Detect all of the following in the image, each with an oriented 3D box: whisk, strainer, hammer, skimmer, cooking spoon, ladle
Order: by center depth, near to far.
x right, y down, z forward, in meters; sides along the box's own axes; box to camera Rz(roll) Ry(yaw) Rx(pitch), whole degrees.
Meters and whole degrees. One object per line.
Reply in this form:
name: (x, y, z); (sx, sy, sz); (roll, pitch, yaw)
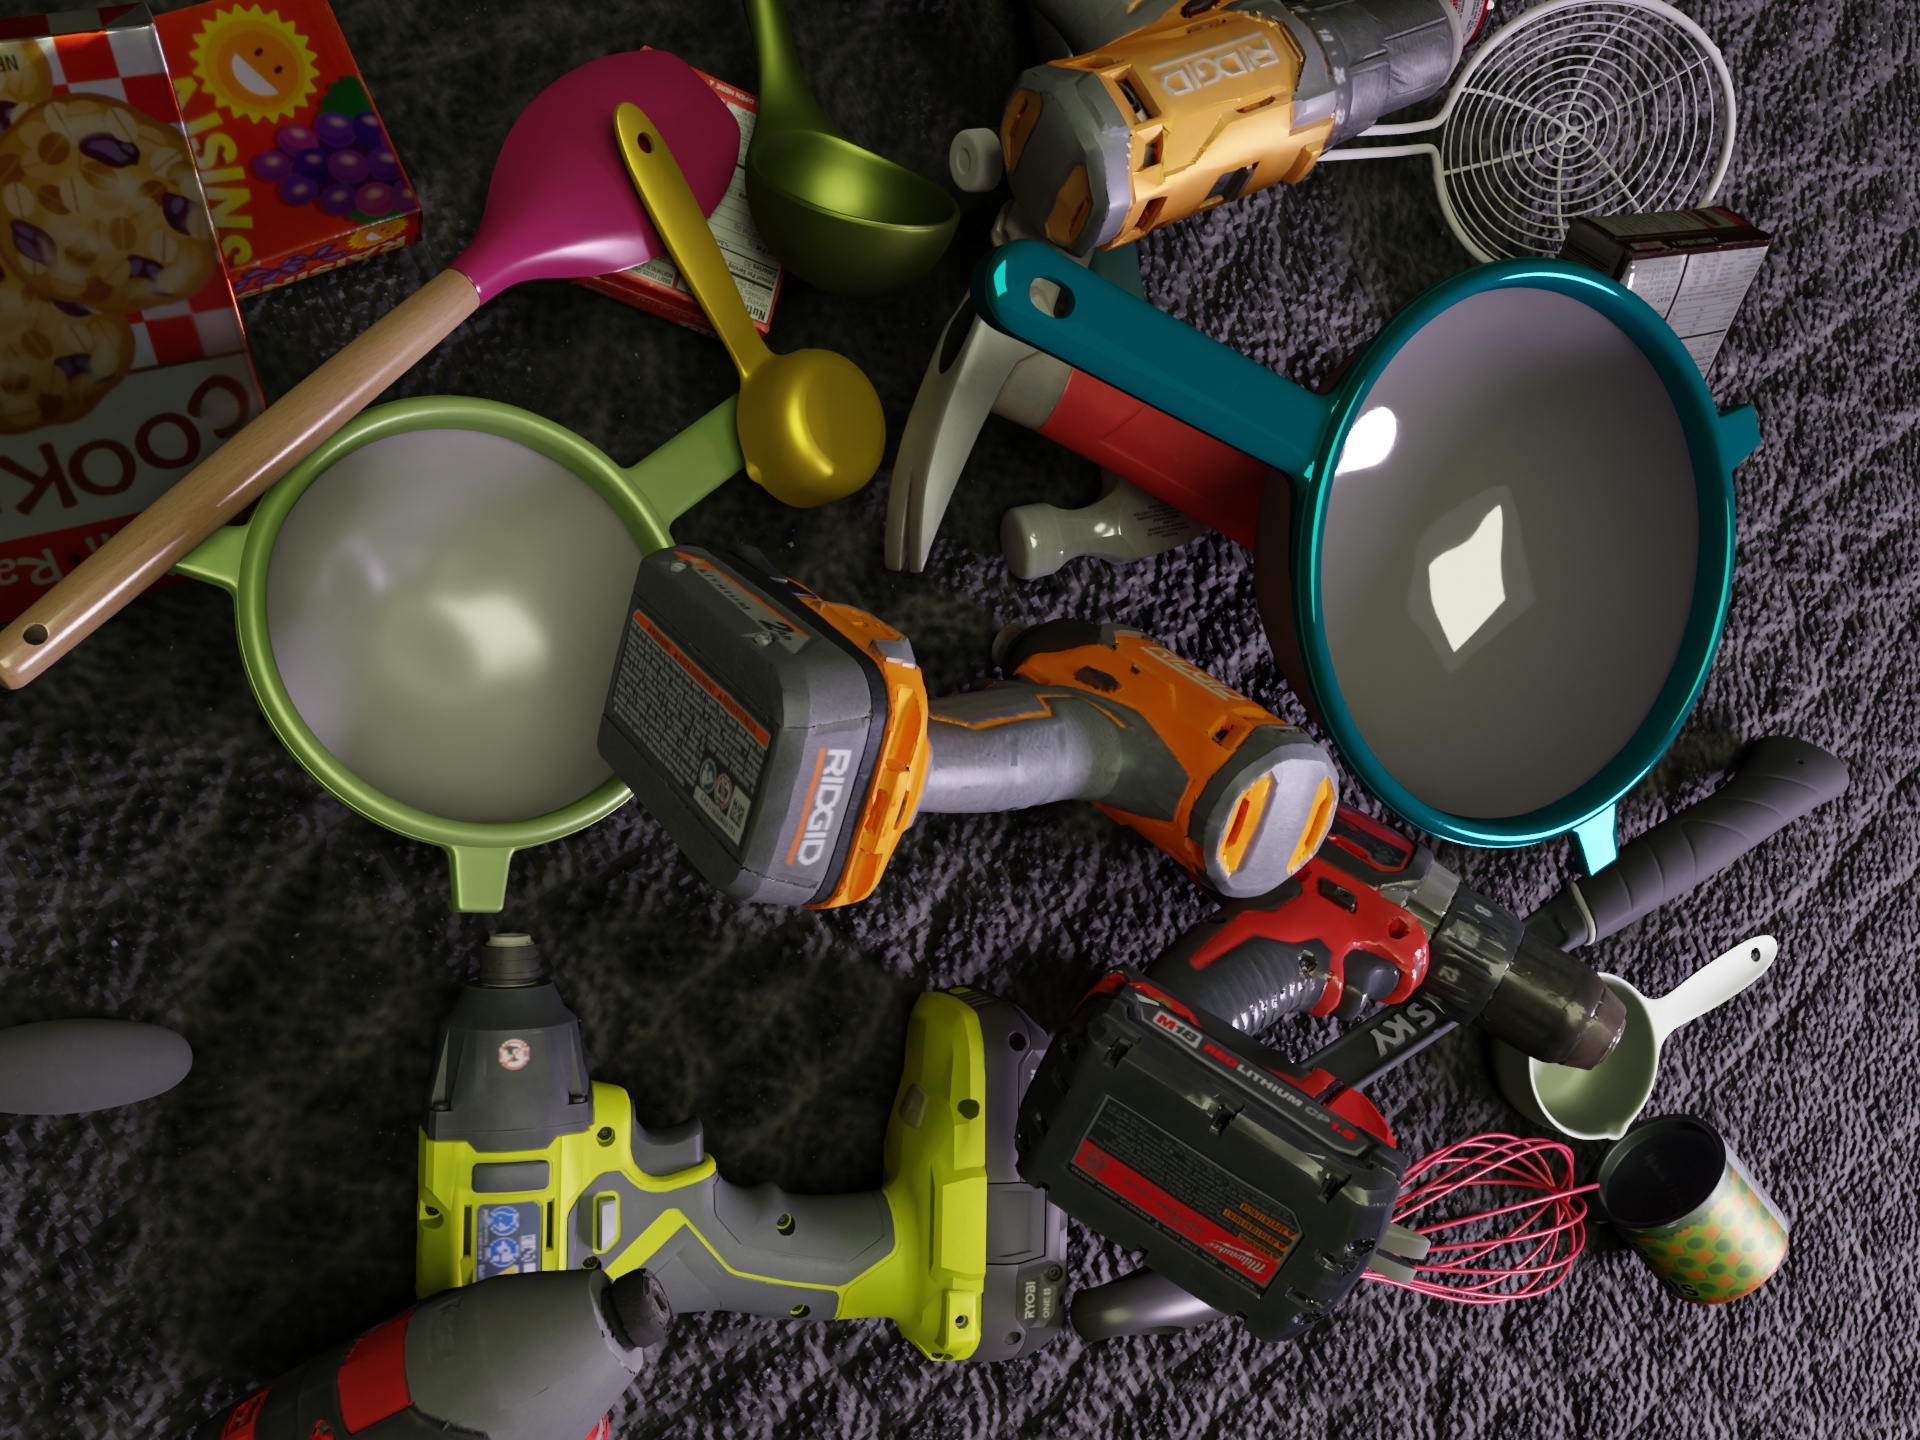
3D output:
whisk: (-0.382, 0.110, 0.464); (0.284, 0.070, 0.070); (2, 88, -26)
cooking spoon: (-0.175, -0.122, 0.503); (0.068, 0.017, 0.319); (44, 60, -13)
strainer: (-0.140, -0.059, 0.569); (0.151, 0.069, 0.256); (54, 54, -13)
ladle: (-0.076, -0.302, 0.576); (0.078, 0.062, 0.320); (-13, 83, -38)
strainer: (0.133, -0.084, 0.580); (0.340, 0.095, 0.211); (21, 88, -26)
whisk: (0.162, 0.216, 0.648); (0.295, 0.073, 0.073); (2, 88, -35)
skimmer: (0.169, -0.231, 0.650); (0.363, 0.090, 0.127); (-15, 125, -30)
hammer: (0.053, -0.231, 0.659); (0.128, 0.033, 0.331); (-11, 93, -21)
hammer: (0.149, -0.059, 0.665); (0.386, 0.038, 0.143); (23, 88, -28)
hammer: (0.266, 0.097, 0.706); (0.409, 0.149, 0.036); (-23, 141, -27)

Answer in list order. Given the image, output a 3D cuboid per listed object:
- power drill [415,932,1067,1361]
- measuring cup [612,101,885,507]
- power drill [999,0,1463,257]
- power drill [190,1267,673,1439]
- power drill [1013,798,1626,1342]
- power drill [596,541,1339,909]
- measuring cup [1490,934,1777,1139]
power drill: (-0.078, 0.161, 0.574); (0.223, 0.080, 0.171); (1, 89, -19)
measuring cup: (-0.073, -0.147, 0.564); (0.062, 0.029, 0.156); (-52, 125, -39)
power drill: (0.065, -0.289, 0.576); (0.185, 0.084, 0.226); (-26, 80, -21)
power drill: (-0.118, 0.259, 0.499); (0.143, 0.079, 0.219); (-28, 122, -1)
power drill: (0.140, 0.113, 0.581); (0.188, 0.080, 0.227); (30, 36, 13)
power drill: (-0.001, -0.002, 0.545); (0.226, 0.164, 0.084); (4, 112, -37)
measuring cup: (0.320, 0.138, 0.757); (0.167, 0.038, 0.083); (-22, 97, -23)
